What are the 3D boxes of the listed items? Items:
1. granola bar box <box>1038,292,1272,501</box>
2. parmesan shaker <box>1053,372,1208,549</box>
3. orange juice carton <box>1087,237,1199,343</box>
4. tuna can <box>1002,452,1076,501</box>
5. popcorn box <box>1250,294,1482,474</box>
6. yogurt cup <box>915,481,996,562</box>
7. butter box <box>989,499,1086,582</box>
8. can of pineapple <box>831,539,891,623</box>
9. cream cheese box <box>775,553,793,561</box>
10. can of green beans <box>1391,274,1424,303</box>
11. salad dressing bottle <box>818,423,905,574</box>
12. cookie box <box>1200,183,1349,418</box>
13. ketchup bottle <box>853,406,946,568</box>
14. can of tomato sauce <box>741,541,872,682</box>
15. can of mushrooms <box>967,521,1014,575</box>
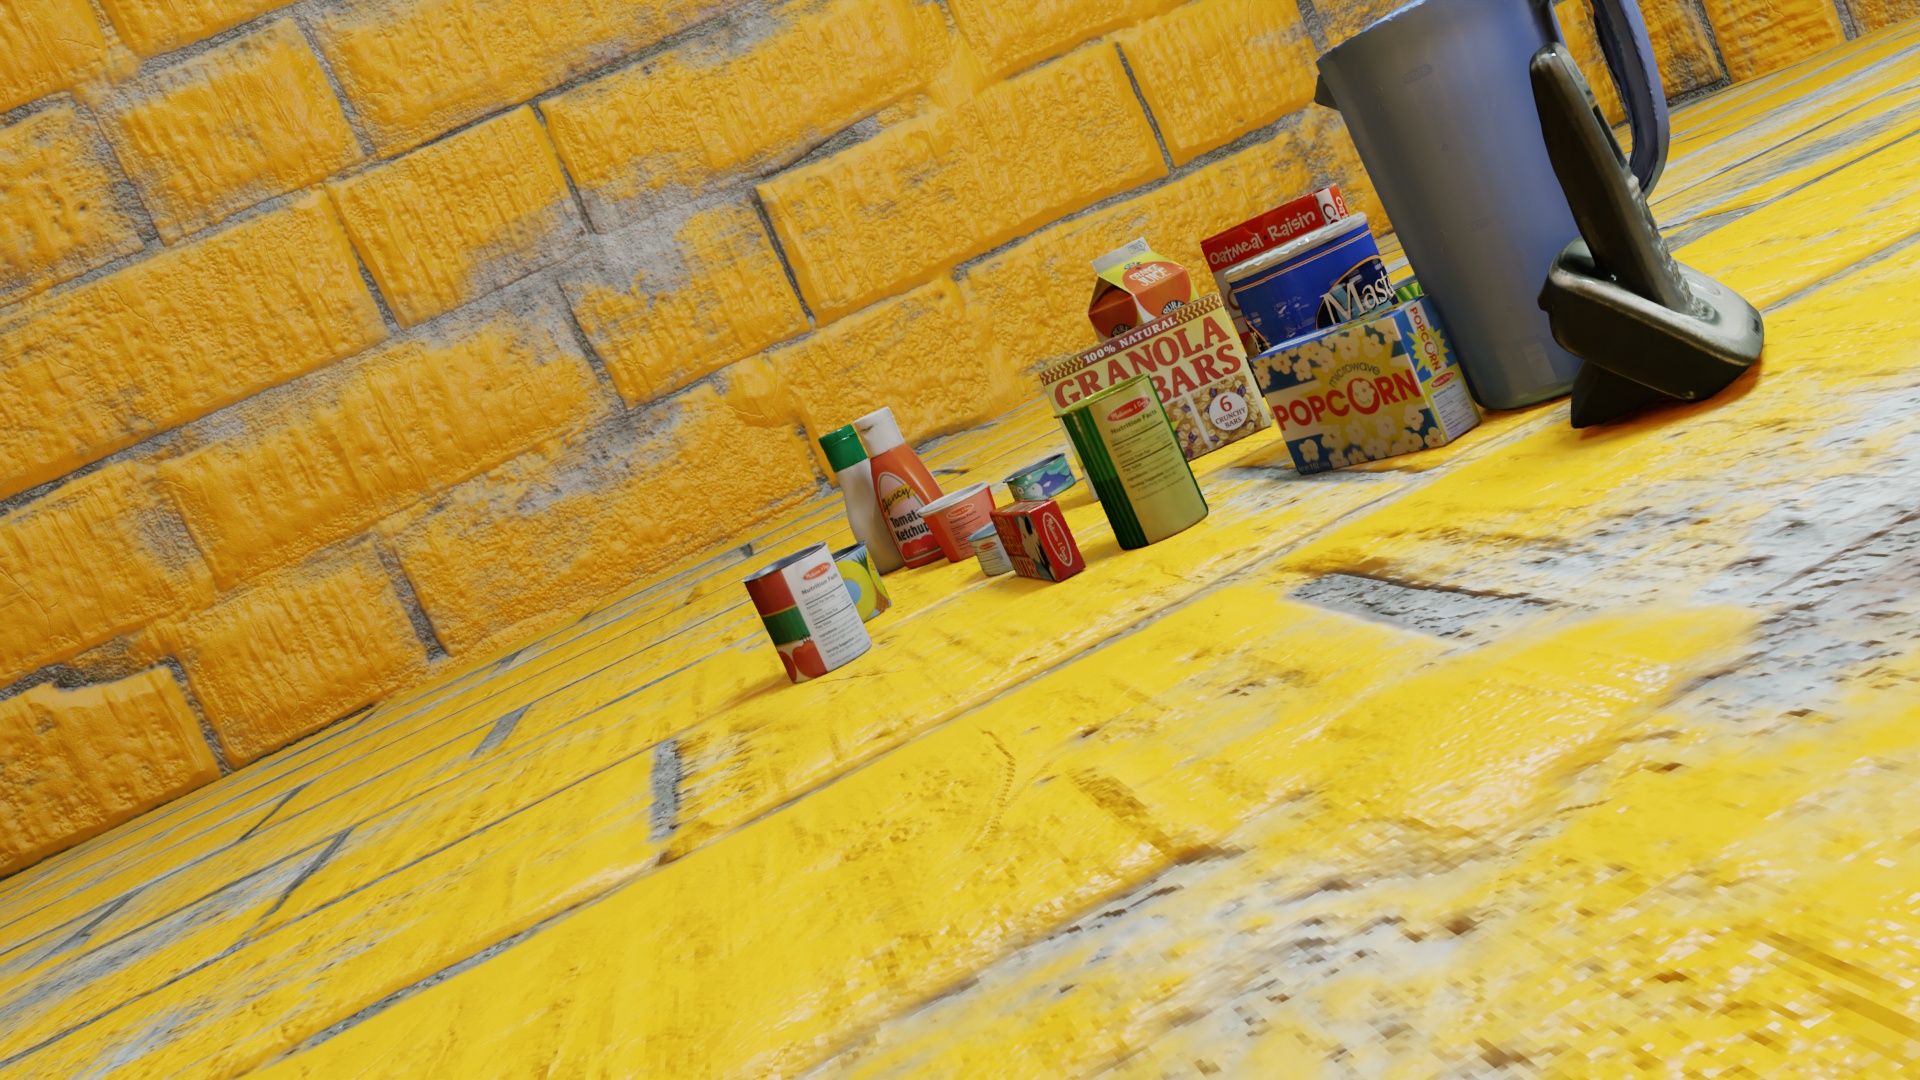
[{"bbox_3d":[0.167,-0.124,1.201,0.165,0.124,0.039,-24,7,8],"label":"granola bar box"},{"bbox_3d":[0.114,-0.052,0.934,0.071,0.103,0.071,-24,7,3],"label":"parmesan shaker"},{"bbox_3d":[0.181,-0.176,1.261,0.072,0.192,0.073,-28,8,-30],"label":"orange juice carton"},{"bbox_3d":[0.078,-0.059,1.389,0.071,0.033,0.071,-24,7,3],"label":"tuna can"},{"bbox_3d":[0.249,-0.094,0.866,0.038,0.085,0.126,-28,8,-29],"label":"popcorn box"},{"bbox_3d":[0.004,-0.015,1.234,0.072,0.054,0.072,-24,7,3],"label":"yogurt cup"},{"bbox_3d":[0.052,-0.001,0.971,0.024,0.053,0.103,-26,7,-12],"label":"butter box"},{"bbox_3d":[-0.096,0.040,1.148,0.071,0.058,0.071,-24,7,3],"label":"can of pineapple"},{"bbox_3d":[-0.160,0.044,1.348,0.024,0.053,0.104,-25,7,-5],"label":"cream cheese box"},{"bbox_3d":[0.419,-0.211,1.270,0.071,0.057,0.071,-24,7,3],"label":"can of green beans"},{"bbox_3d":[-0.092,-0.041,1.360,0.044,0.147,0.064,-20,8,34],"label":"salad dressing bottle"},{"bbox_3d":[0.288,-0.199,1.169,0.040,0.167,0.122,-30,9,-40],"label":"cookie box"},{"bbox_3d":[-0.053,-0.051,1.299,0.064,0.148,0.044,-20,8,34],"label":"ketchup bottle"},{"bbox_3d":[-0.111,0.052,1.006,0.071,0.083,0.071,-24,7,3],"label":"can of tomato sauce"},{"bbox_3d":[0.044,-0.001,1.081,0.071,0.033,0.071,-24,7,3],"label":"can of mushrooms"}]
